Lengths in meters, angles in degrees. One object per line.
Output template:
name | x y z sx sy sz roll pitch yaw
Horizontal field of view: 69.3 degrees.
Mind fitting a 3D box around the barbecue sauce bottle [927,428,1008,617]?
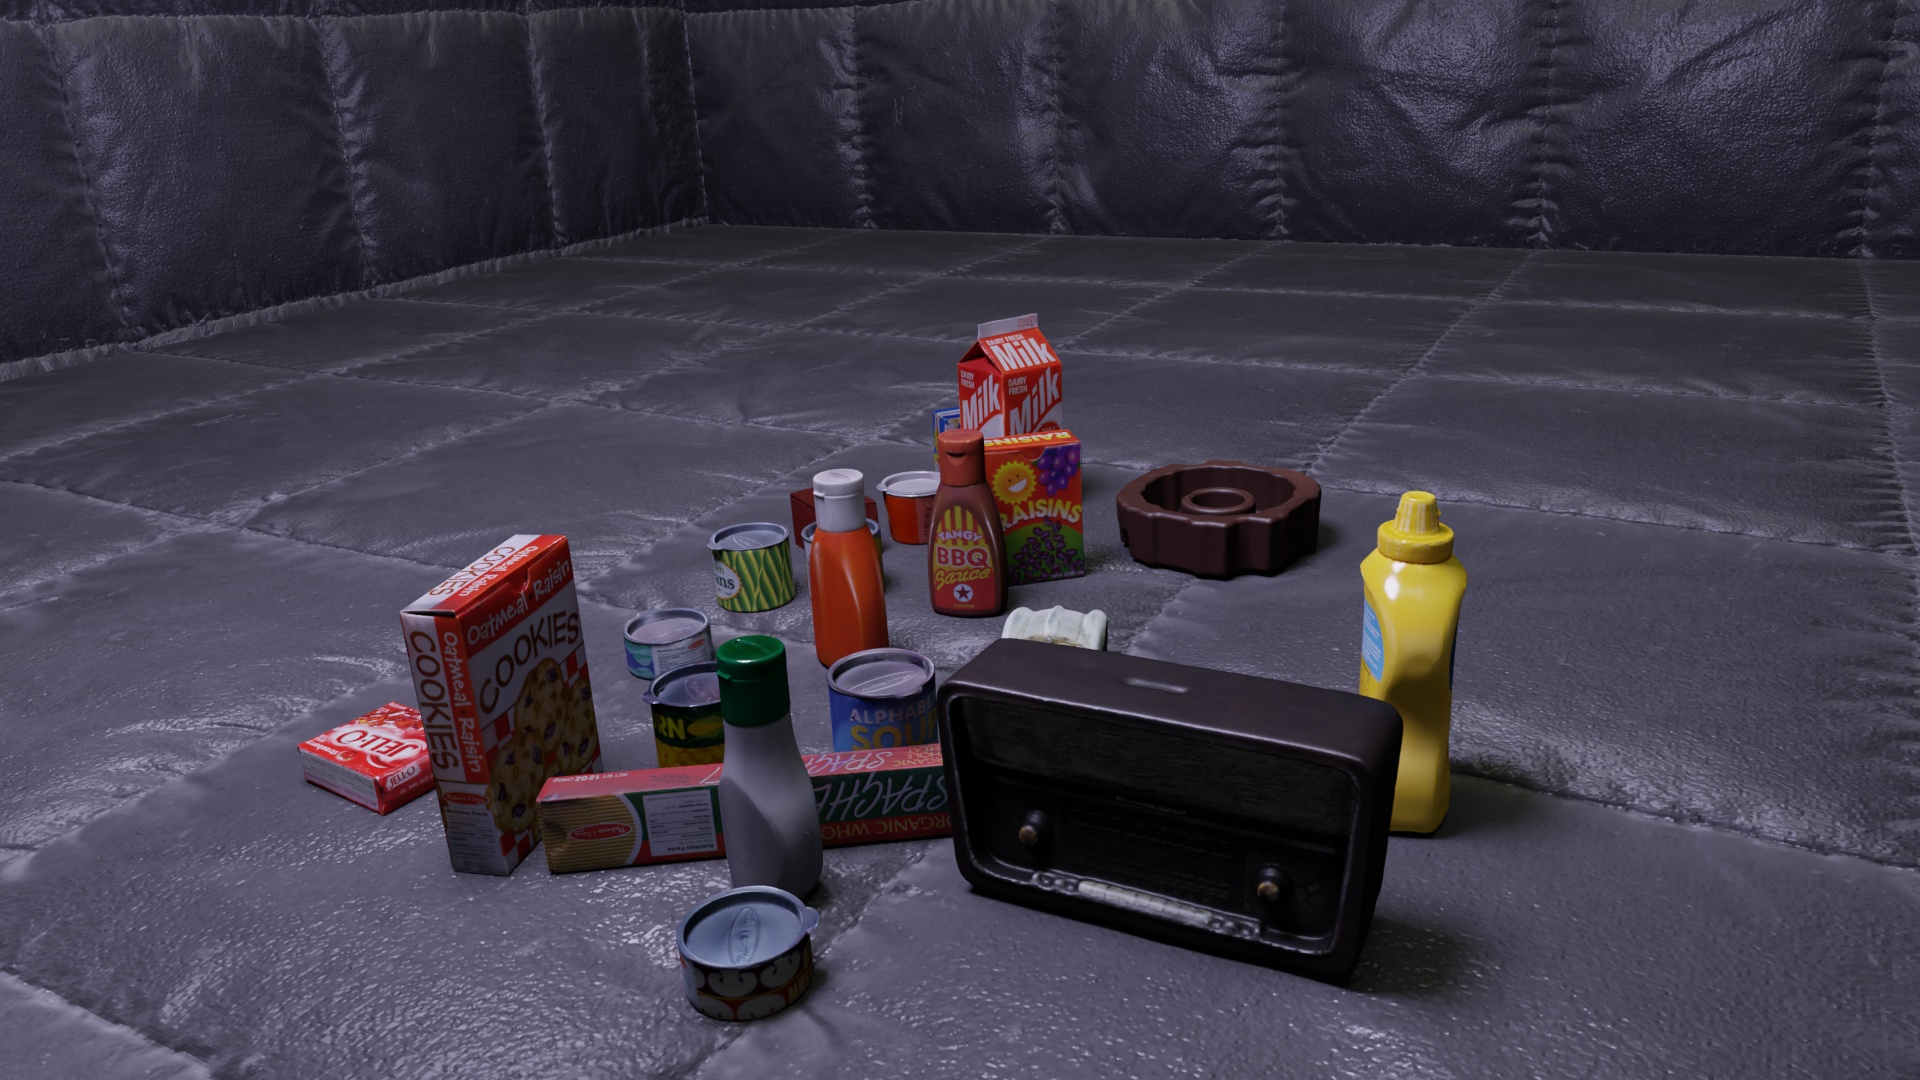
barbecue sauce bottle | 0.004 -0.014 1.110 0.065 0.148 0.044 2 21 14

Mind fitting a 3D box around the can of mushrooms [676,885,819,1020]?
can of mushrooms | -0.105 0.206 0.698 0.071 0.033 0.071 -3 20 1

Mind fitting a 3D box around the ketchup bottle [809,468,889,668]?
ketchup bottle | -0.085 0.023 1.023 0.044 0.148 0.065 -20 26 -39

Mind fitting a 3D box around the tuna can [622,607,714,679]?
tuna can | -0.224 0.078 1.061 0.071 0.032 0.071 -3 20 1

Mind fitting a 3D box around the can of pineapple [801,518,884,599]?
can of pineapple | -0.097 0.017 1.172 0.071 0.057 0.071 -3 20 1

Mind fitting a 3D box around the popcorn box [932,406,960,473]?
popcorn box | 0.036 -0.097 1.420 0.127 0.085 0.038 -10 21 -19

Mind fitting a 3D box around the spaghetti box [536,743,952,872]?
spaghetti box | -0.116 0.156 0.812 0.250 0.050 0.029 -5 20 -4

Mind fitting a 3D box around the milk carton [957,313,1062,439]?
milk carton | 0.048 -0.117 1.320 0.072 0.189 0.073 -17 24 -33

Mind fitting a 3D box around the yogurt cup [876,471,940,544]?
yogurt cup | -0.039 -0.030 1.295 0.072 0.053 0.072 -3 20 1

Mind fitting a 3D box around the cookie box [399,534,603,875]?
cookie box | -0.268 0.094 0.831 0.040 0.166 0.123 2 21 13

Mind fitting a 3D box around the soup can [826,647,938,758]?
soup can | -0.045 0.119 0.854 0.071 0.083 0.071 -3 20 1

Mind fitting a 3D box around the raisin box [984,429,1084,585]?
raisin box | 0.058 -0.027 1.173 0.086 0.123 0.040 -7 20 -10

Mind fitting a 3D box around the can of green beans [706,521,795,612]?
can of green beans | -0.174 0.022 1.168 0.071 0.057 0.071 -3 20 1

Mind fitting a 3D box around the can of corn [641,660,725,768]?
can of corn | -0.169 0.119 0.906 0.071 0.058 0.071 -3 20 1

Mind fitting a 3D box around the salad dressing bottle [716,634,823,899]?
salad dressing bottle | -0.107 0.125 0.754 0.044 0.147 0.064 -21 27 -40
